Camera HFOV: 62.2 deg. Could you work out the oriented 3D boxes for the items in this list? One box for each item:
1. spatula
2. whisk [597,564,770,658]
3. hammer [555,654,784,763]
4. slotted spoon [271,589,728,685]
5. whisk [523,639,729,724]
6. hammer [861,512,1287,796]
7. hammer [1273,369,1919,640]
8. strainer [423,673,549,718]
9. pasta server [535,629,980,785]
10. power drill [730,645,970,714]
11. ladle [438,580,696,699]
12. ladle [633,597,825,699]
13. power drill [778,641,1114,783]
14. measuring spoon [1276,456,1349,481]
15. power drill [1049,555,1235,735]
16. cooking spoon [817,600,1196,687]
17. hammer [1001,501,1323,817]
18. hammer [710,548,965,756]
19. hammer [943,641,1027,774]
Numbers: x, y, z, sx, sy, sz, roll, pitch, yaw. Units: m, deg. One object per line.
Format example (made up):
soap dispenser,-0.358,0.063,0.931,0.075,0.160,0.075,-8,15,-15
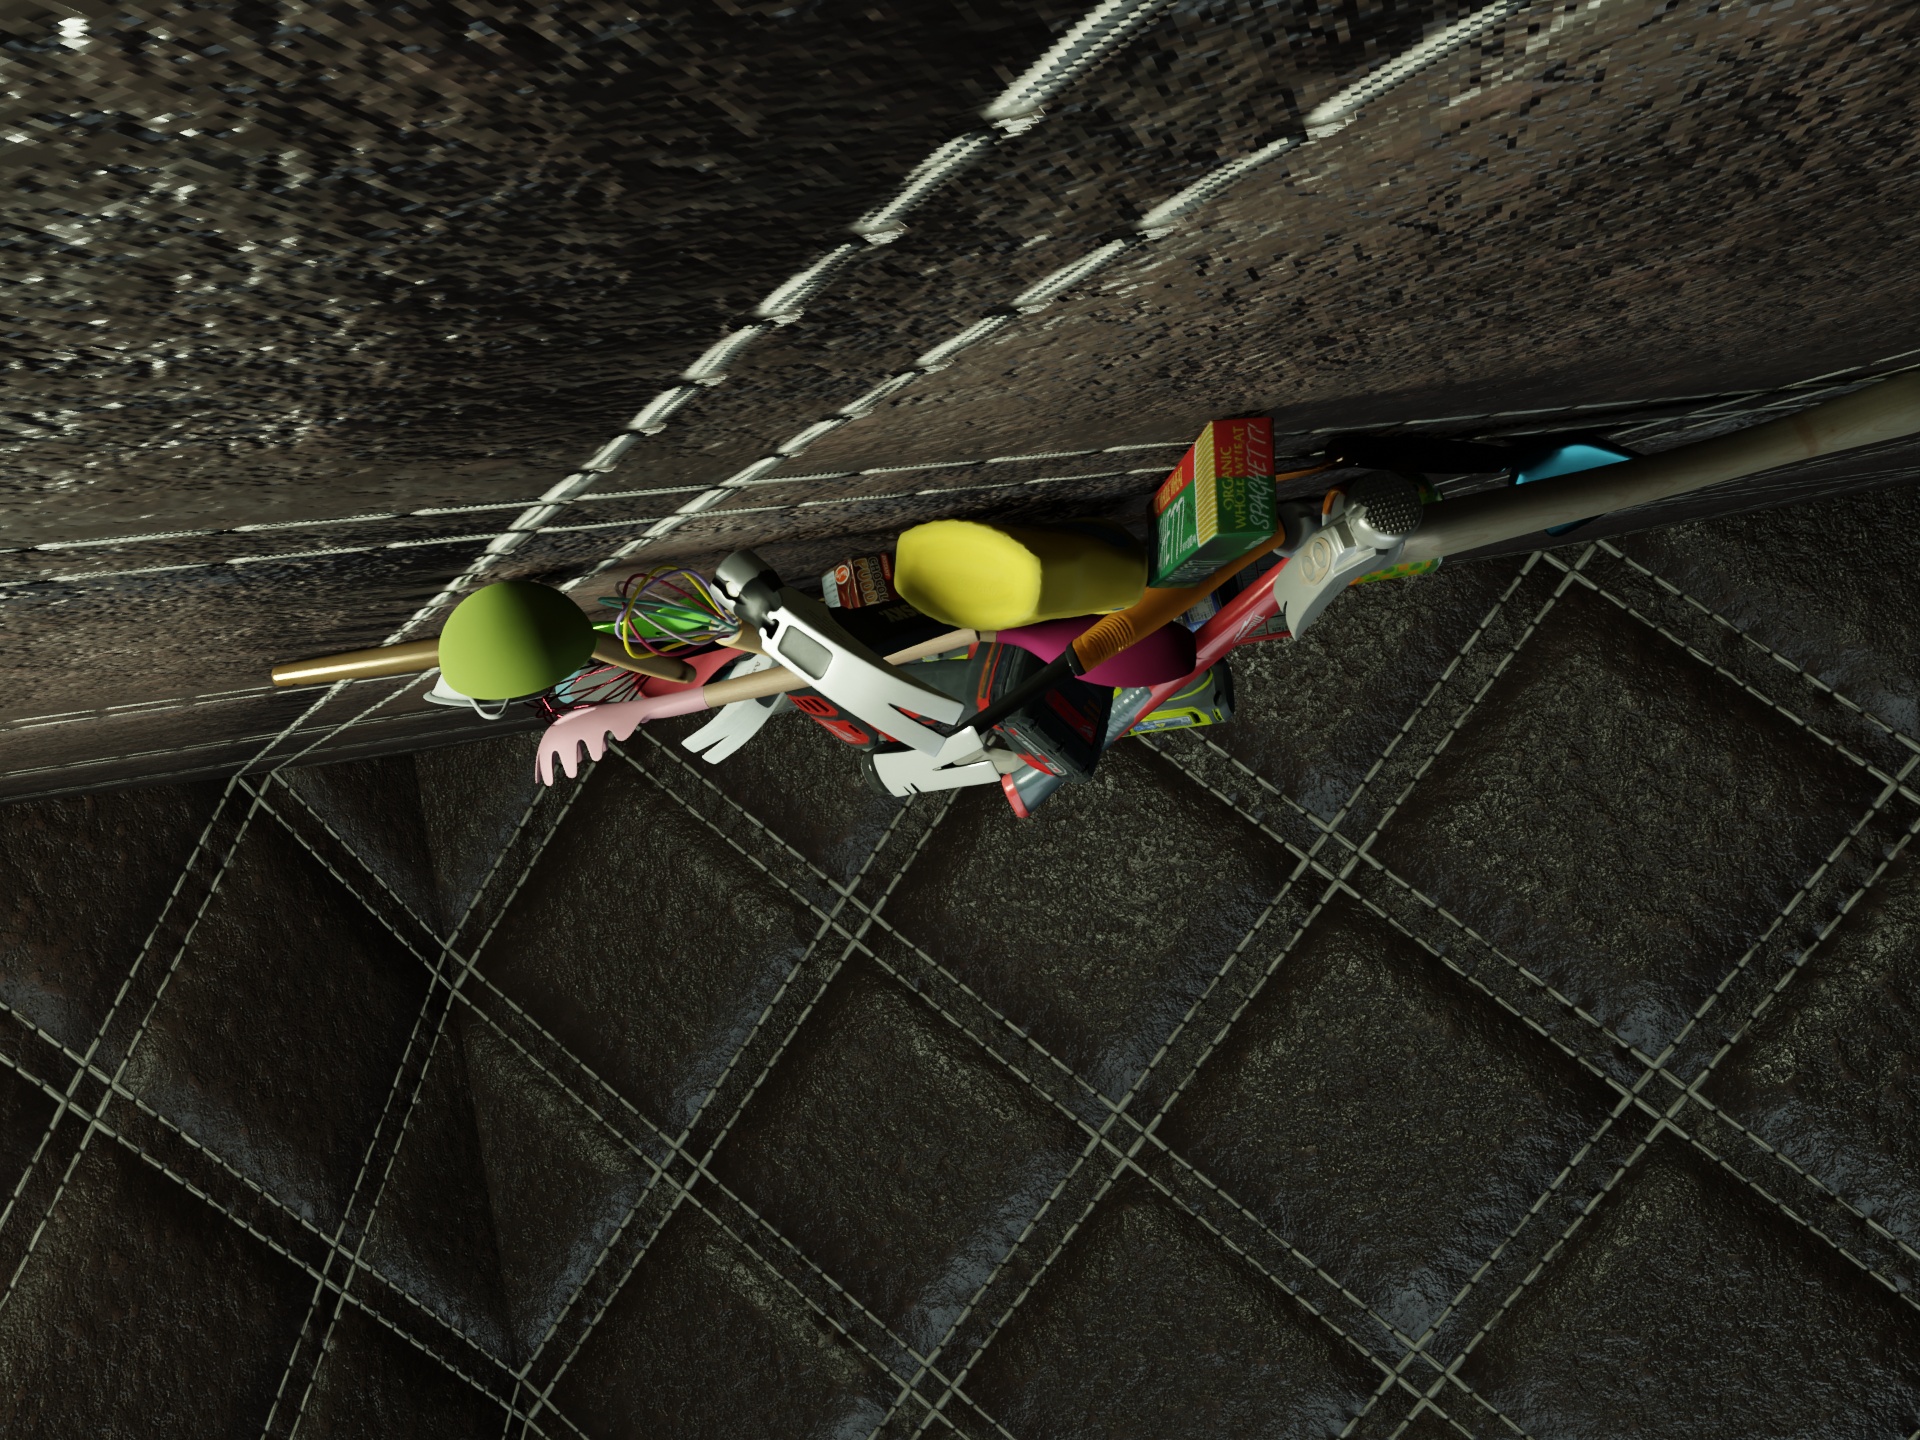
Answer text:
spatula,0.295,-0.138,0.889,0.317,0.044,0.082,-8,160,-46
whisk,-0.148,-0.054,0.935,0.051,0.047,0.245,-7,176,11
hammer,-0.244,-0.032,1.312,0.033,0.128,0.331,37,158,-35
slotted spoon,-0.287,-0.050,1.017,0.314,0.031,0.070,-8,176,3
whisk,-0.230,-0.046,1.172,0.296,0.073,0.073,-17,176,42
hammer,0.093,-0.052,0.991,0.337,0.034,0.127,-34,-169,-29
hammer,0.375,-0.131,0.902,0.410,0.038,0.146,-15,164,-14
strainer,-0.362,-0.033,1.202,0.087,0.050,0.258,-4,-176,-19
pasta server,-0.138,-0.014,1.039,0.316,0.040,0.060,-13,-167,12
power drill,-0.079,-0.064,1.380,0.228,0.080,0.190,-13,-179,-27
ladle,-0.206,-0.031,0.919,0.078,0.062,0.320,-2,176,8
ladle,-0.130,-0.069,1.155,0.315,0.069,0.031,-17,150,40
power drill,-0.002,-0.004,1.180,0.227,0.080,0.187,1,154,35
measuring spoon,0.158,-0.133,0.853,0.117,0.011,0.021,-5,178,36
power drill,0.122,-0.049,1.326,0.171,0.080,0.223,-8,154,19
cooking spoon,-0.001,-0.062,1.055,0.319,0.069,0.017,5,142,0
hammer,0.172,-0.033,1.234,0.143,0.038,0.386,7,144,-40
hammer,0.006,-0.066,0.943,0.335,0.146,0.035,-23,148,-58
hammer,0.011,-0.036,1.239,0.149,0.037,0.358,13,157,0
